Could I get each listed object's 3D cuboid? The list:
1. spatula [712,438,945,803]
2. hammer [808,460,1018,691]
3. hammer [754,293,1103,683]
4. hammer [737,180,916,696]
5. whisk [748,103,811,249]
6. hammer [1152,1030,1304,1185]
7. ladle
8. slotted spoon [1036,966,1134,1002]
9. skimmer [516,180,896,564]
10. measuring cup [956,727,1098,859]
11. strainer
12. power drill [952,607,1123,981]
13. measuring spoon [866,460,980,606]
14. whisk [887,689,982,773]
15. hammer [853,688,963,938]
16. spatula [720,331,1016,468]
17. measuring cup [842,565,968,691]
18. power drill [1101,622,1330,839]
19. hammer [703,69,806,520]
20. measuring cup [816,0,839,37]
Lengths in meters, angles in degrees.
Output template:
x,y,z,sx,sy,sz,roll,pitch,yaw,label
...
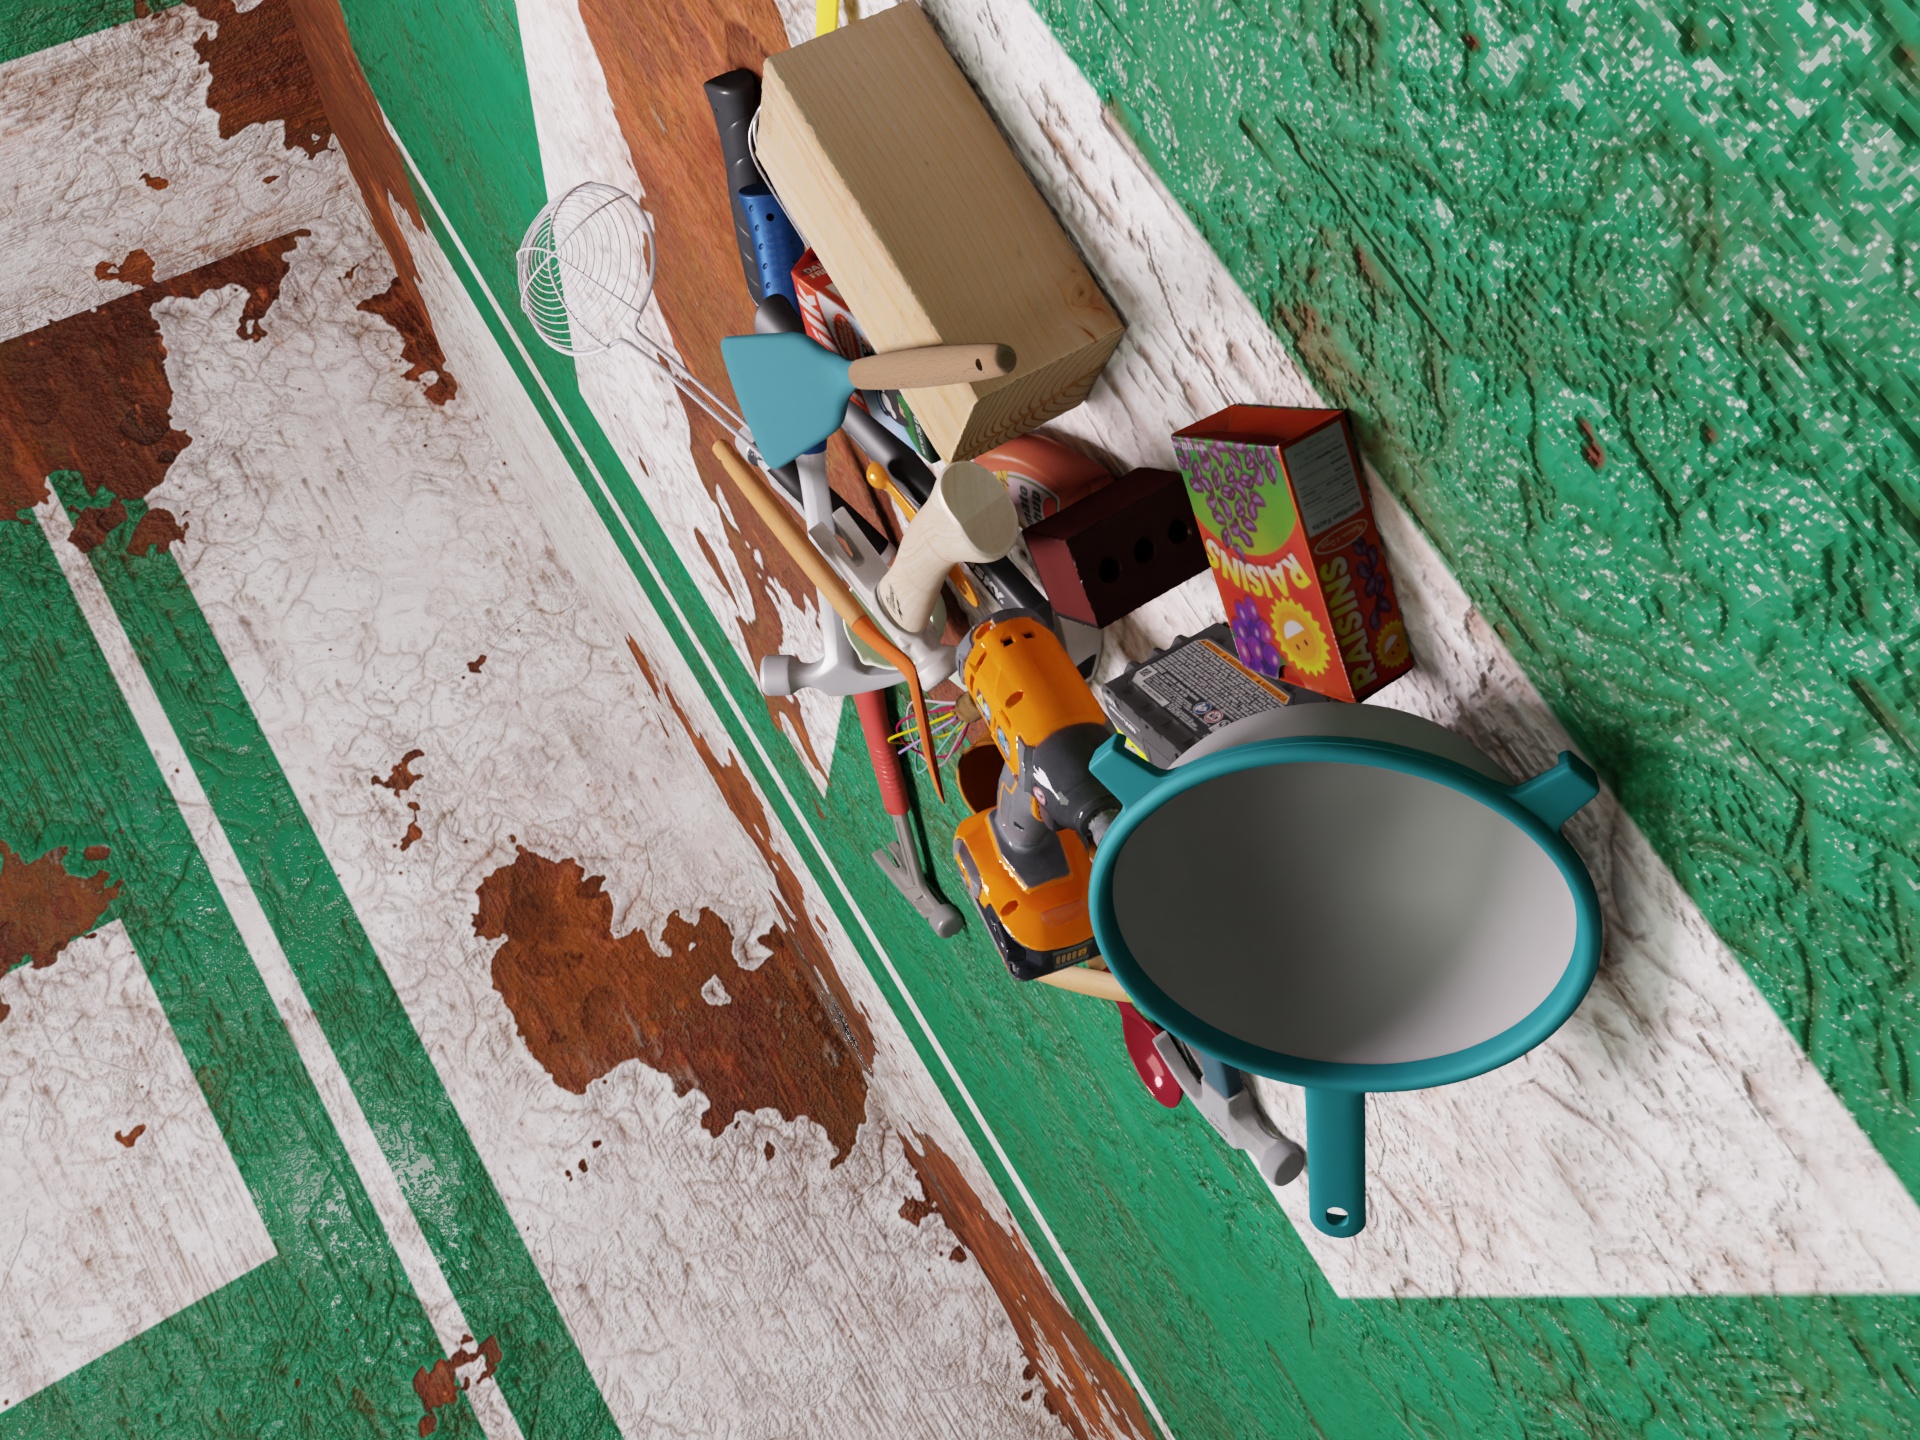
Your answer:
x,y,z,sx,sy,sz,roll,pitch,yaw,label
-0.092,-0.081,1.123,0.323,0.041,0.081,51,171,20,spatula
-0.029,-0.103,0.964,0.146,0.038,0.410,53,171,-1,hammer
-0.026,-0.155,1.037,0.335,0.035,0.146,50,161,13,hammer
-0.105,-0.192,1.182,0.035,0.144,0.405,-82,-11,-55,hammer
-0.086,-0.299,1.047,0.246,0.058,0.059,76,-167,-47,whisk
0.161,0.167,1.066,0.128,0.033,0.330,38,151,51,hammer
0.092,0.167,1.206,0.315,0.031,0.069,58,159,-17,ladle
0.113,0.191,1.124,0.070,0.031,0.314,60,161,-7,slotted spoon
-0.185,-0.254,1.225,0.363,0.127,0.090,41,-157,-20,skimmer
0.082,0.060,1.112,0.173,0.052,0.095,33,136,6,measuring cup
0.178,0.111,0.742,0.095,0.211,0.340,-70,-24,-46,strainer
0.054,0.062,0.972,0.226,0.084,0.164,90,158,-49,power drill
-0.025,-0.119,1.026,0.117,0.011,0.021,53,162,4,measuring spoon
-0.004,-0.003,1.130,0.047,0.051,0.245,23,164,-12,whisk
-0.072,0.060,1.573,0.149,0.036,0.358,46,158,42,hammer
-0.051,-0.173,0.816,0.318,0.044,0.082,21,134,65,spatula
-0.011,-0.053,1.191,0.167,0.038,0.083,36,117,7,measuring cup
0.152,0.067,0.863,0.171,0.080,0.223,45,160,53,power drill
-0.147,-0.309,1.216,0.149,0.036,0.408,51,160,29,hammer
-0.066,-0.376,0.904,0.062,0.029,0.156,49,148,35,measuring cup
